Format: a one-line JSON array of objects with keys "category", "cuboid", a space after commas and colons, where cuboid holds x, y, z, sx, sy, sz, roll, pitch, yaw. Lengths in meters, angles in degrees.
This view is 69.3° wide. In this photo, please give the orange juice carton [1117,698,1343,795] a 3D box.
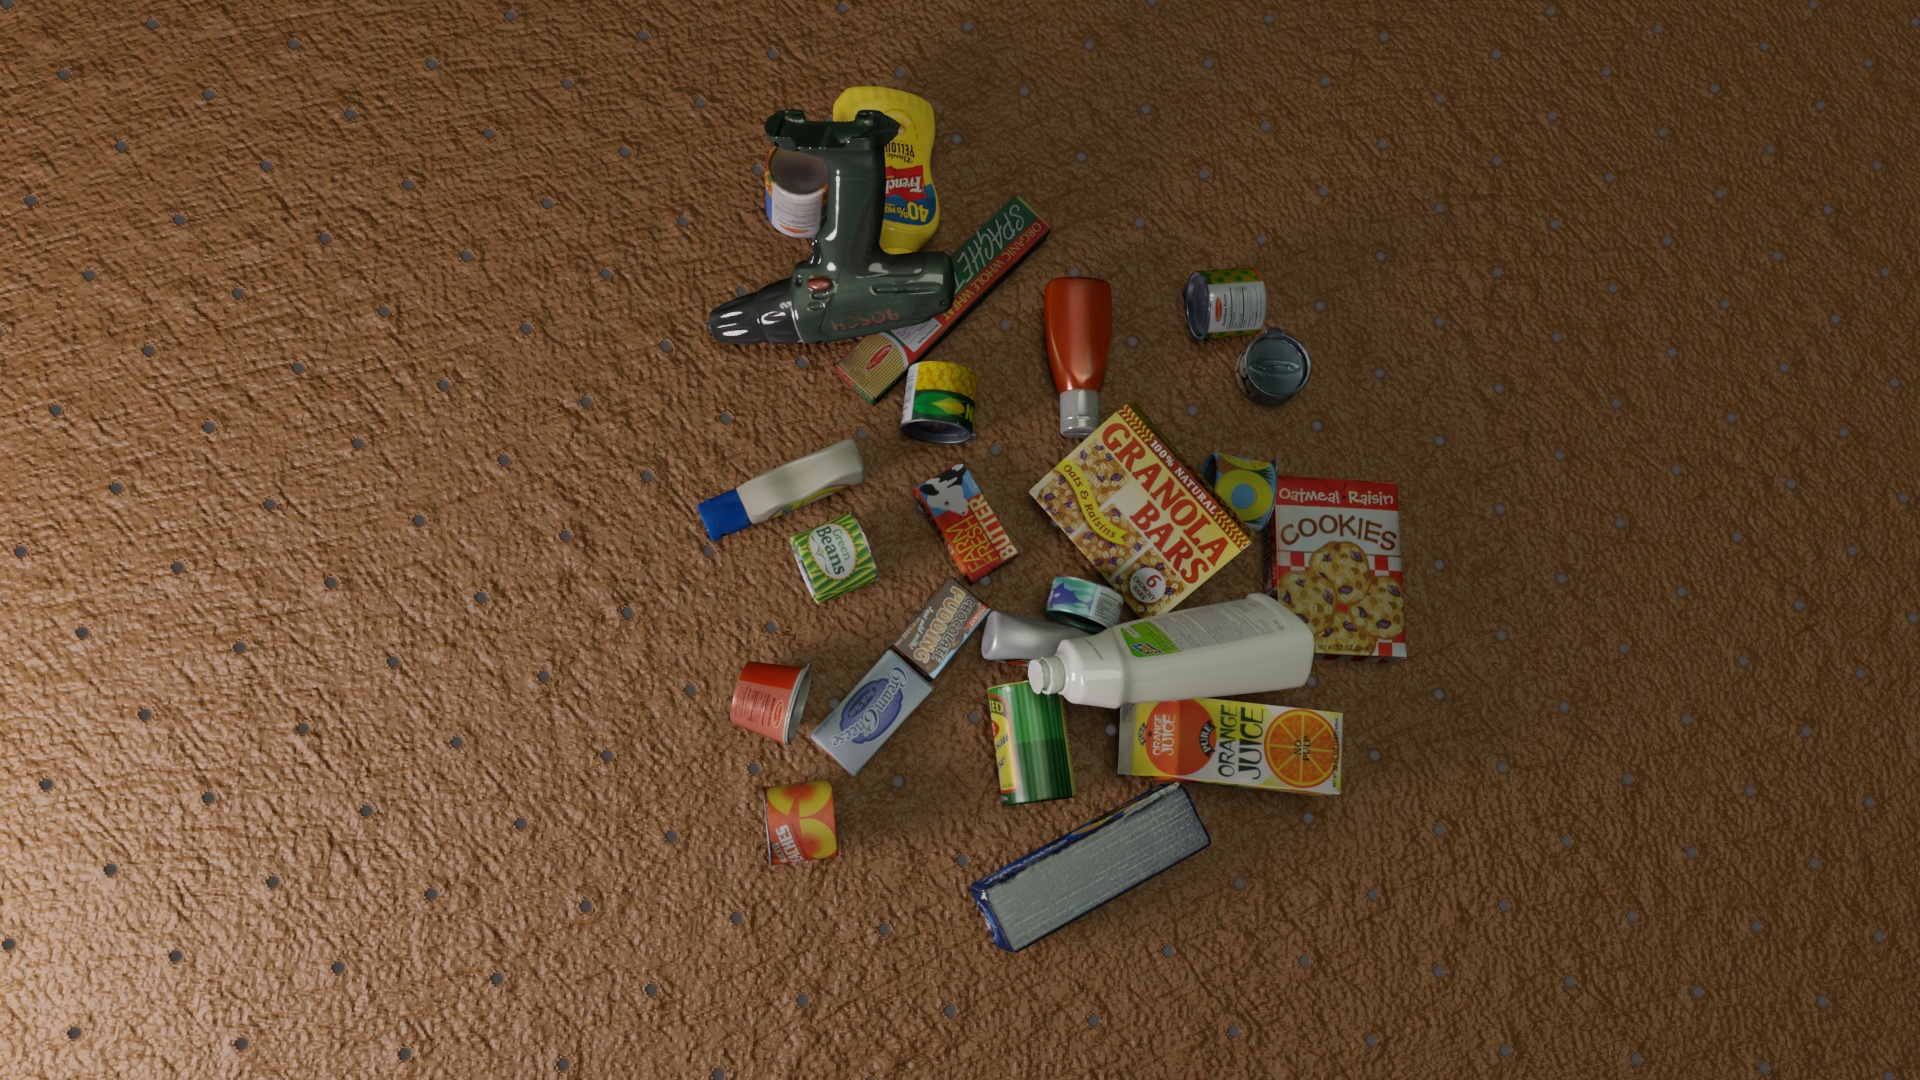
[{"category": "orange juice carton", "cuboid": [0.234, 0.181, 1.228, 0.193, 0.073, 0.072, 7, 77, -6]}]

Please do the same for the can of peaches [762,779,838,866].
[{"category": "can of peaches", "cuboid": [-0.134, 0.238, 1.165, 0.058, 0.071, 0.071, -5, 78, -10]}]

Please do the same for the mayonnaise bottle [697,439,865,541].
[{"category": "mayonnaise bottle", "cuboid": [-0.158, -0.044, 1.233, 0.148, 0.064, 0.041, -24, 86, -8]}]

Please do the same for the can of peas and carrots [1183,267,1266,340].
[{"category": "can of peas and carrots", "cuboid": [0.253, -0.228, 1.331, 0.059, 0.070, 0.071, -6, 78, -10]}]

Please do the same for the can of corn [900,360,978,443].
[{"category": "can of corn", "cuboid": [-0.016, -0.125, 1.267, 0.071, 0.071, 0.058, 8, 76, -6]}]

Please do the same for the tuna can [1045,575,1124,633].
[{"category": "tuna can", "cuboid": [0.109, 0.058, 1.244, 0.071, 0.071, 0.033, 19, 77, -3]}]

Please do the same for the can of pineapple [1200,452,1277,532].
[{"category": "can of pineapple", "cuboid": [0.255, -0.047, 1.287, 0.058, 0.071, 0.071, 11, 76, -5]}]

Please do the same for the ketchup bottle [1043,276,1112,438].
[{"category": "ketchup bottle", "cuboid": [0.111, -0.172, 1.308, 0.065, 0.043, 0.149, 2, 77, -7]}]

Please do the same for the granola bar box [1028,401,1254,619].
[{"category": "granola bar box", "cuboid": [0.163, -0.024, 1.255, 0.124, 0.039, 0.165, -43, 85, 18]}]

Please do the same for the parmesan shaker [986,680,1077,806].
[{"category": "parmesan shaker", "cuboid": [0.062, 0.175, 1.206, 0.071, 0.071, 0.103, -5, 78, -9]}]

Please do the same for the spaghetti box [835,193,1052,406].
[{"category": "spaghetti box", "cuboid": [-0.014, -0.228, 1.310, 0.050, 0.028, 0.251, 44, 75, 3]}]

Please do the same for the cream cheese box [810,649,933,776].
[{"category": "cream cheese box", "cuboid": [-0.078, 0.150, 1.216, 0.053, 0.024, 0.104, 42, 75, 2]}]

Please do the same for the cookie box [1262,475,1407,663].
[{"category": "cookie box", "cuboid": [0.348, 0.027, 1.296, 0.123, 0.040, 0.168, 3, 77, -7]}]

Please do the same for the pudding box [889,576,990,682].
[{"category": "pudding box", "cuboid": [-0.018, 0.079, 1.238, 0.049, 0.030, 0.084, 40, 75, 2]}]

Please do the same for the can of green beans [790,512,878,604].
[{"category": "can of green beans", "cuboid": [-0.111, 0.016, 1.221, 0.058, 0.071, 0.071, -22, 81, -12]}]

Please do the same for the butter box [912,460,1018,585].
[{"category": "butter box", "cuboid": [0.005, -0.016, 1.266, 0.053, 0.024, 0.103, -29, 83, -14]}]

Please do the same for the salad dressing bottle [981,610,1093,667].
[{"category": "salad dressing bottle", "cuboid": [0.095, 0.098, 1.236, 0.148, 0.064, 0.044, 13, 84, -13]}]

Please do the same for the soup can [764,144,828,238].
[{"category": "soup can", "cuboid": [-0.148, -0.331, 1.287, 0.071, 0.083, 0.071, 2, 77, -7]}]

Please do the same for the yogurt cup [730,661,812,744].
[{"category": "yogurt cup", "cuboid": [-0.163, 0.136, 1.189, 0.054, 0.072, 0.072, 14, 76, 4]}]

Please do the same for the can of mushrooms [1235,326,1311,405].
[{"category": "can of mushrooms", "cuboid": [0.301, -0.167, 1.338, 0.071, 0.033, 0.071, 2, 77, -7]}]
